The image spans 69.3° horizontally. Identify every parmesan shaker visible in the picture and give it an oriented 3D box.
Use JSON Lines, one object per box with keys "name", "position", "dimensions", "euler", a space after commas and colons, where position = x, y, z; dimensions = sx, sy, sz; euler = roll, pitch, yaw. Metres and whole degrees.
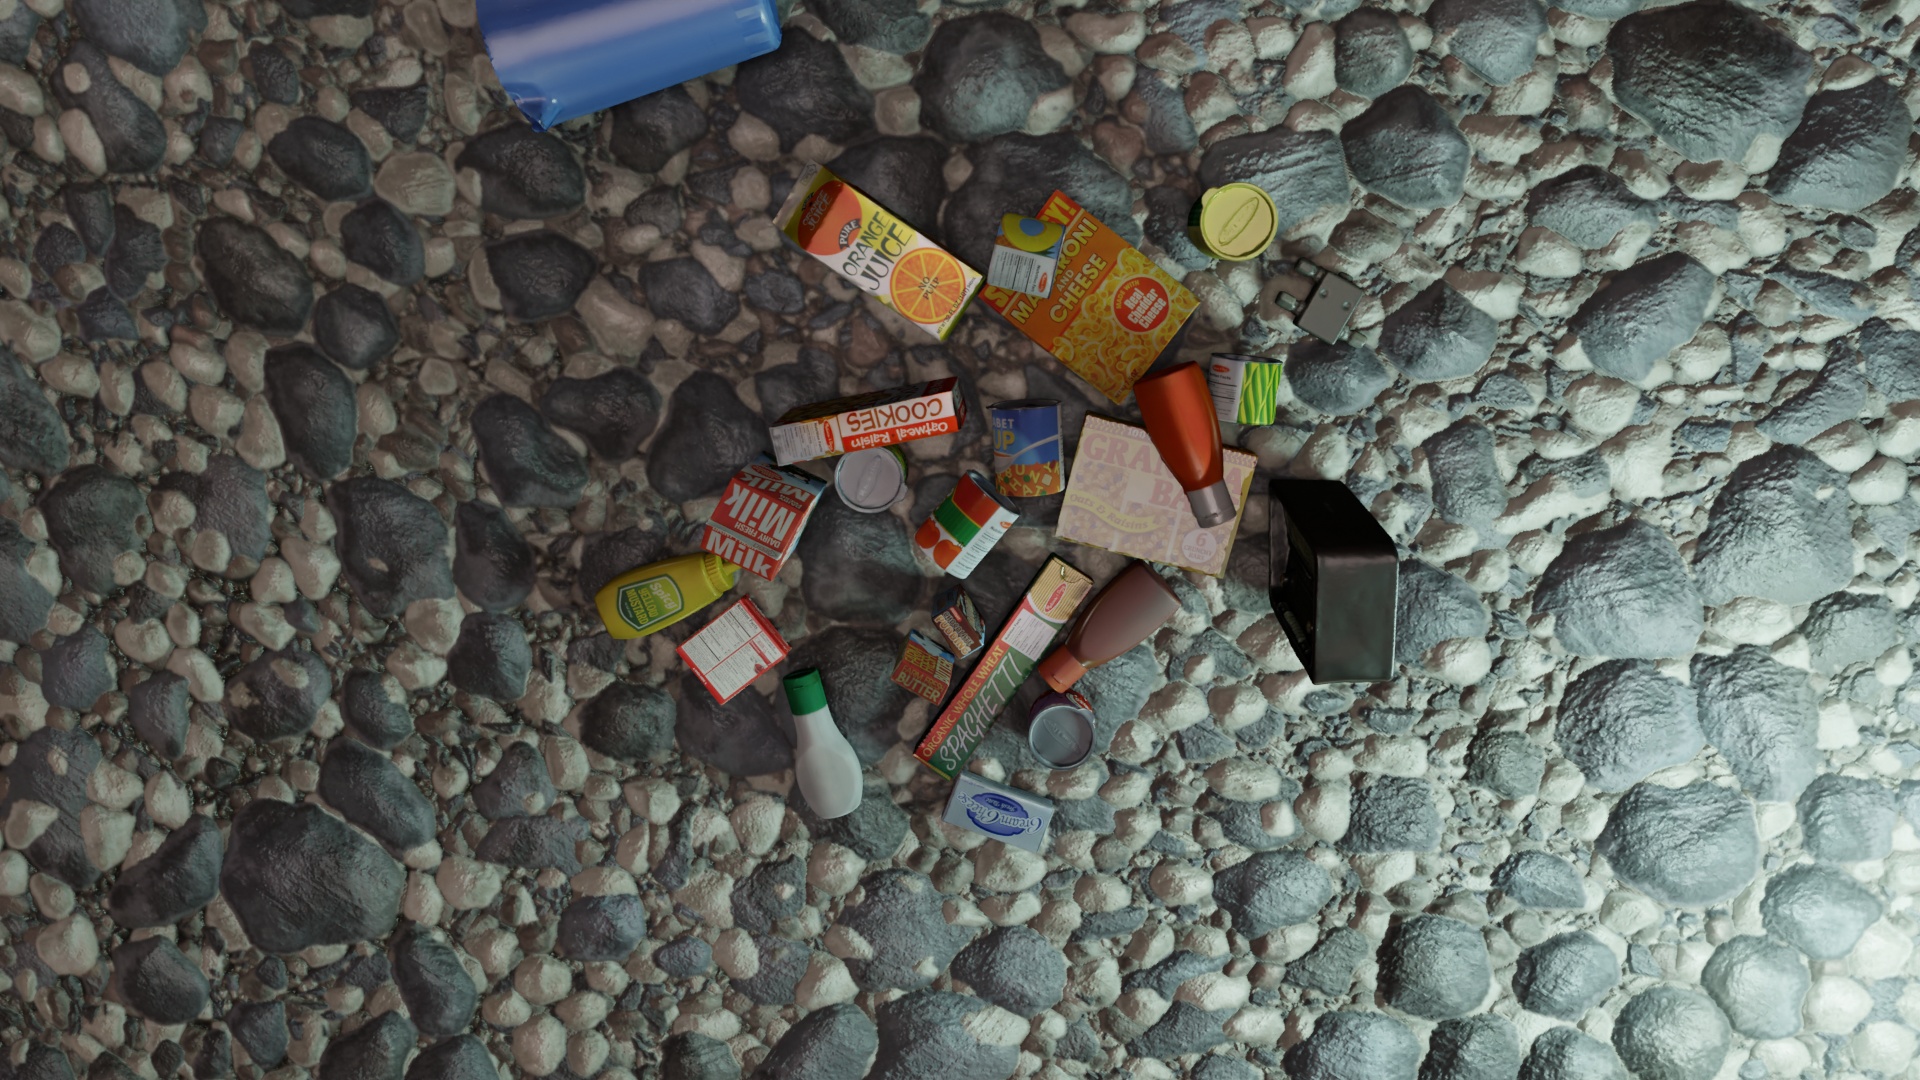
{"name": "parmesan shaker", "position": [0.238, -0.285, 1.235], "dimensions": [0.071, 0.103, 0.071], "euler": [1, 102, 2]}

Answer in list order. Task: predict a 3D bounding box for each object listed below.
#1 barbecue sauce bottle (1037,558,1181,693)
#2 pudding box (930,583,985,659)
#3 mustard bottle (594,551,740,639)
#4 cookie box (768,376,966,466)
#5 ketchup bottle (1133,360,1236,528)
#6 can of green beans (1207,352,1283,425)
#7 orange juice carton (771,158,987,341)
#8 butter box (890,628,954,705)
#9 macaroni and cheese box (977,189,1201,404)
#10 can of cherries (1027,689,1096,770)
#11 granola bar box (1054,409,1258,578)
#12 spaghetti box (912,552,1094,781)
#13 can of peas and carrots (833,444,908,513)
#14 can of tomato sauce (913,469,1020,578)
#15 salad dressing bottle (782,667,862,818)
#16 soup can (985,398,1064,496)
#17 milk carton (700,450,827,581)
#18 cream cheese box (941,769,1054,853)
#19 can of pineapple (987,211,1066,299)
{"name": "barbecue sauce bottle", "position": [0.140, 0.088, 1.349], "dimensions": [0.148, 0.044, 0.065], "euler": [-43, 97, 11]}
{"name": "pudding box", "position": [-0.001, 0.077, 1.332], "dimensions": [0.030, 0.084, 0.049], "euler": [-32, 98, 9]}
{"name": "mustard bottle", "position": [-0.275, 0.044, 1.357], "dimensions": [0.160, 0.049, 0.065], "euler": [-22, 102, 7]}
{"name": "cookie box", "position": [-0.080, -0.111, 1.277], "dimensions": [0.167, 0.123, 0.040], "euler": [-10, 103, 5]}
{"name": "ketchup bottle", "position": [0.210, -0.085, 1.267], "dimensions": [0.064, 0.044, 0.148], "euler": [-18, 98, 24]}
{"name": "can of green beans", "position": [0.261, -0.140, 1.283], "dimensions": [0.071, 0.071, 0.057], "euler": [6, 103, 2]}
{"name": "orange juice carton", "position": [-0.075, -0.266, 1.270], "dimensions": [0.193, 0.073, 0.071], "euler": [33, 102, -4]}
{"name": "butter box", "position": [-0.035, 0.120, 1.333], "dimensions": [0.053, 0.104, 0.024], "euler": [30, 103, -4]}
{"name": "macaroni and cheese box", "position": [0.118, -0.225, 1.286], "dimensions": [0.166, 0.040, 0.123], "euler": [37, 101, -5]}
{"name": "can of cherries", "position": [0.102, 0.183, 1.363], "dimensions": [0.071, 0.058, 0.071], "euler": [1, 101, 4]}
{"name": "granola bar box", "position": [0.184, -0.044, 1.321], "dimensions": [0.166, 0.039, 0.124], "euler": [14, 101, 0]}
{"name": "spaghetti box", "position": [0.040, 0.125, 1.369], "dimensions": [0.050, 0.029, 0.249], "euler": [34, 101, -4]}
{"name": "can of peas and carrots", "position": [-0.082, -0.063, 1.320], "dimensions": [0.071, 0.059, 0.070], "euler": [0, 103, 2]}
{"name": "can of tomato sauce", "position": [0.005, -0.017, 1.323], "dimensions": [0.071, 0.071, 0.083], "euler": [39, 102, -5]}
{"name": "salad dressing bottle", "position": [-0.140, 0.201, 1.387], "dimensions": [0.064, 0.044, 0.147], "euler": [-13, 100, 8]}
{"name": "soup can", "position": [0.061, -0.088, 1.303], "dimensions": [0.071, 0.071, 0.083], "euler": [-3, 102, 4]}
{"name": "milk carton", "position": [-0.180, -0.021, 1.266], "dimensions": [0.072, 0.191, 0.073], "euler": [26, 103, -3]}
{"name": "cream cheese box", "position": [0.038, 0.273, 1.402], "dimensions": [0.104, 0.024, 0.053], "euler": [20, 103, -1]}
{"name": "can of pineapple", "position": [0.059, -0.253, 1.229], "dimensions": [0.058, 0.071, 0.070], "euler": [14, 102, 1]}
